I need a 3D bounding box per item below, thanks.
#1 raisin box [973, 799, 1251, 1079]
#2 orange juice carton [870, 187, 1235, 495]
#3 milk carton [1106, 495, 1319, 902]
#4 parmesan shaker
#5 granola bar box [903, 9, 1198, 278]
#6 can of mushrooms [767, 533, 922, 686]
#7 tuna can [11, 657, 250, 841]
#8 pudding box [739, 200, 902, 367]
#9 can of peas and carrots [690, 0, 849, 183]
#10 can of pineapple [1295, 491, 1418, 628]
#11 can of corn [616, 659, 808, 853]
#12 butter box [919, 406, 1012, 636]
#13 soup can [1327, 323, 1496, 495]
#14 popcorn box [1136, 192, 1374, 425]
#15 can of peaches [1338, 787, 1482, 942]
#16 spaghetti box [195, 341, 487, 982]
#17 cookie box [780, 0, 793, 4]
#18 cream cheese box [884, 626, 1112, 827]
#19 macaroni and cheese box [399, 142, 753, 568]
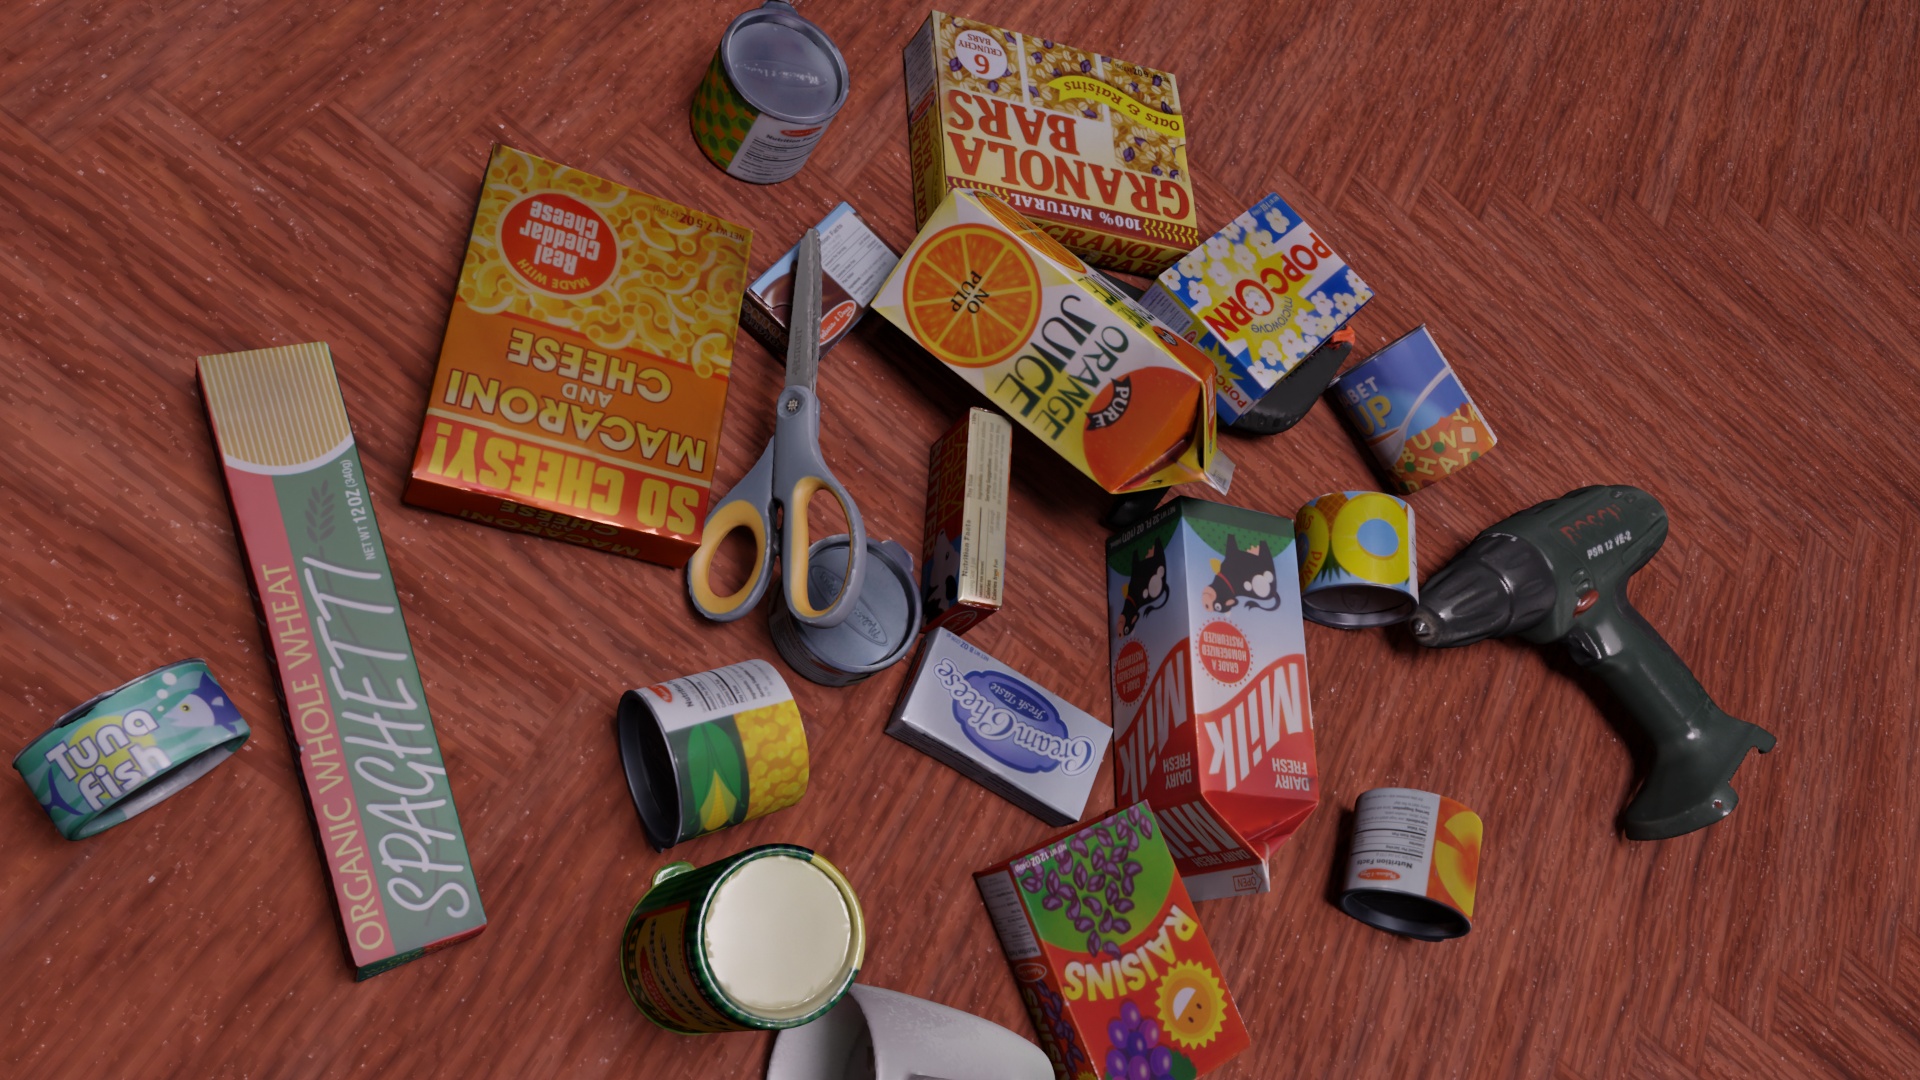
[{"bbox_3d":[0.070,0.195,0.644,0.086,0.040,0.123,-17,79,-33],"label":"raisin box"},{"bbox_3d":[0.059,-0.089,0.691,0.193,0.072,0.072,38,19,3],"label":"orange juice carton"},{"bbox_3d":[0.125,0.082,0.696,0.073,0.072,0.191,11,67,-25],"label":"milk carton"},{"bbox_3d":[-0.088,0.153,0.538,0.071,0.102,0.071,10,67,-24],"label":"parmesan shaker"},{"bbox_3d":[0.054,-0.224,0.795,0.166,0.039,0.124,5,69,-26],"label":"granola bar box"},{"bbox_3d":[-0.052,0.031,0.645,0.071,0.033,0.071,10,67,-24],"label":"can of mushrooms"},{"bbox_3d":[-0.287,0.072,0.483,0.071,0.071,0.033,-35,91,-33],"label":"tuna can"},{"bbox_3d":[-0.070,-0.127,0.698,0.049,0.030,0.084,44,58,-8],"label":"pudding box"},{"bbox_3d":[-0.098,-0.226,0.704,0.071,0.058,0.071,10,66,-25],"label":"can of peas and carrots"},{"bbox_3d":[0.220,0.011,0.778,0.071,0.070,0.058,16,64,-22],"label":"can of pineapple"},{"bbox_3d":[-0.103,0.089,0.578,0.058,0.071,0.071,-13,78,-31],"label":"can of corn"},{"bbox_3d":[0.002,-0.008,0.678,0.024,0.053,0.104,13,65,-20],"label":"butter box"},{"bbox_3d":[0.270,-0.077,0.840,0.071,0.071,0.084,-31,88,-33],"label":"soup can"},{"bbox_3d":[0.163,-0.132,0.773,0.085,0.038,0.127,48,54,5],"label":"popcorn box"},{"bbox_3d":[0.237,0.170,0.727,0.071,0.071,0.058,28,60,-16],"label":"can of peaches"},{"bbox_3d":[-0.243,0.041,0.543,0.050,0.028,0.250,-14,78,-30],"label":"spaghetti box"},{"bbox_3d":[-0.072,-0.394,0.743,0.040,0.122,0.168,17,64,-23],"label":"cookie box"},{"bbox_3d":[0.019,0.090,0.666,0.104,0.024,0.053,31,61,-14],"label":"cream cheese box"},{"bbox_3d":[-0.167,-0.081,0.623,0.124,0.040,0.167,15,65,-23],"label":"macaroni and cheese box"}]
